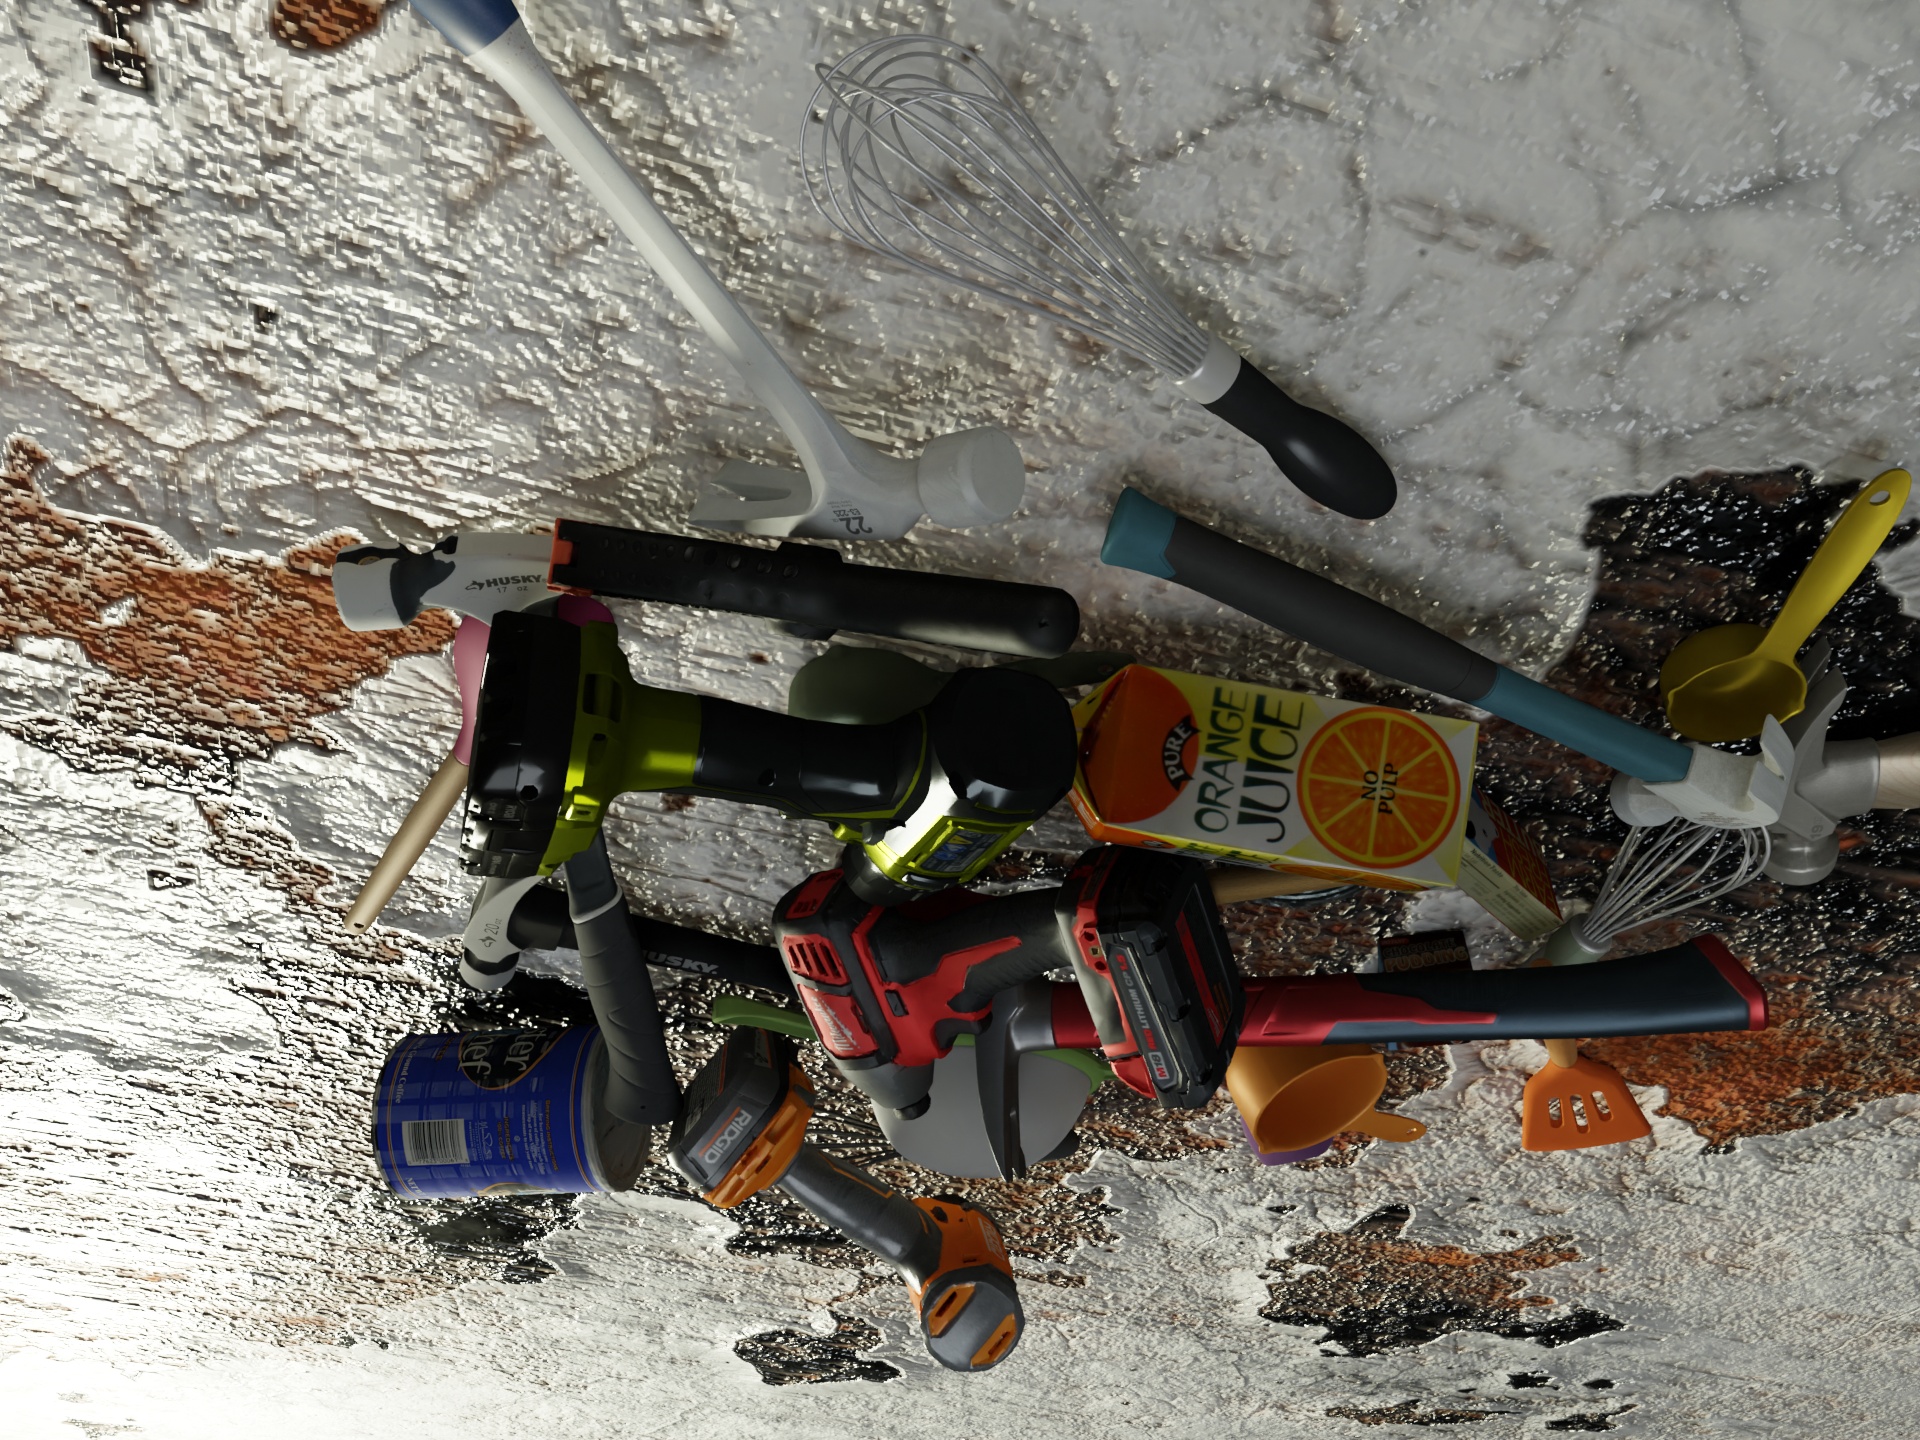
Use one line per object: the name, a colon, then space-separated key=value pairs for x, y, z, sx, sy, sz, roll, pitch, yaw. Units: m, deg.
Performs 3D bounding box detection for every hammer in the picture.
hammer: x=0.576 y=-0.004 z=0.699 sx=0.410 sy=0.038 sz=0.146 roll=-8 pitch=138 yaw=12
hammer: x=0.192 y=0.161 z=0.799 sx=0.386 sy=0.143 sz=0.038 roll=-5 pitch=171 yaw=21
hammer: x=-0.108 y=0.138 z=0.905 sx=0.334 sy=0.035 sz=0.146 roll=15 pitch=139 yaw=-15
hammer: x=-0.178 y=0.075 z=0.785 sx=0.149 sy=0.036 sz=0.408 roll=-5 pitch=133 yaw=-5
hammer: x=-0.139 y=-0.197 z=0.485 sx=0.144 sy=0.035 sz=0.405 roll=-1 pitch=141 yaw=42
hammer: x=0.206 y=-0.021 z=0.673 sx=0.331 sy=0.033 sz=0.128 roll=21 pitch=171 yaw=-14

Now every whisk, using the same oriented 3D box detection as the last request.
whisk: x=0.339 y=0.109 z=0.845 sx=0.059 sy=0.058 sz=0.246 roll=38 pitch=142 yaw=11
whisk: x=0.063 y=-0.140 z=0.554 sx=0.284 sy=0.070 sz=0.070 roll=27 pitch=134 yaw=-34
whisk: x=-0.038 y=0.285 z=1.072 sx=0.239 sy=0.055 sz=0.055 roll=1 pitch=140 yaw=-5

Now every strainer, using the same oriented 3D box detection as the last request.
strainer: x=-0.032 y=0.215 z=0.911 sx=0.256 sy=0.069 sz=0.151 roll=22 pitch=147 yaw=-32

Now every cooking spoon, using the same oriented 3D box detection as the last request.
cooking spoon: x=-0.255 y=0.030 z=0.796 sx=0.068 sy=0.017 sz=0.318 roll=24 pitch=135 yaw=-23

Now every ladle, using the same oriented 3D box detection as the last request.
ladle: x=0.070 y=0.091 z=0.808 sx=0.315 sy=0.031 sz=0.069 roll=-11 pitch=104 yaw=27

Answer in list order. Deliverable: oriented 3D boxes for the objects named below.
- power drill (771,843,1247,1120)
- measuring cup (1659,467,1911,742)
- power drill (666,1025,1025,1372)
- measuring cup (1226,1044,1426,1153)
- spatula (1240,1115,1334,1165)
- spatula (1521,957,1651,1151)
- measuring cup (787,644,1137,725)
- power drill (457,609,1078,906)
power drill: x=0.021 y=0.136 z=0.792 sx=0.220 sy=0.078 sz=0.143 roll=-9 pitch=112 yaw=28
measuring cup: x=0.345 y=-0.051 z=0.664 sx=0.062 sy=0.029 sz=0.156 roll=7 pitch=137 yaw=-5
power drill: x=-0.065 y=0.284 z=0.970 sx=0.226 sy=0.164 sz=0.084 roll=39 pitch=90 yaw=-8
measuring cup: x=0.229 y=0.222 z=0.972 sx=0.173 sy=0.052 sz=0.095 roll=27 pitch=115 yaw=-42
spatula: x=0.183 y=0.209 z=0.988 sx=0.060 sy=0.018 sz=0.315 roll=-17 pitch=138 yaw=12
spatula: x=0.350 y=0.197 z=0.918 sx=0.081 sy=0.041 sz=0.322 roll=-13 pitch=151 yaw=18
measuring cup: x=-0.001 y=-0.002 z=0.727 sx=0.167 sy=0.038 sz=0.083 roll=-9 pitch=139 yaw=17
power drill: x=-0.086 y=0.030 z=0.665 sx=0.228 sy=0.080 sz=0.190 roll=7 pitch=156 yaw=-18
